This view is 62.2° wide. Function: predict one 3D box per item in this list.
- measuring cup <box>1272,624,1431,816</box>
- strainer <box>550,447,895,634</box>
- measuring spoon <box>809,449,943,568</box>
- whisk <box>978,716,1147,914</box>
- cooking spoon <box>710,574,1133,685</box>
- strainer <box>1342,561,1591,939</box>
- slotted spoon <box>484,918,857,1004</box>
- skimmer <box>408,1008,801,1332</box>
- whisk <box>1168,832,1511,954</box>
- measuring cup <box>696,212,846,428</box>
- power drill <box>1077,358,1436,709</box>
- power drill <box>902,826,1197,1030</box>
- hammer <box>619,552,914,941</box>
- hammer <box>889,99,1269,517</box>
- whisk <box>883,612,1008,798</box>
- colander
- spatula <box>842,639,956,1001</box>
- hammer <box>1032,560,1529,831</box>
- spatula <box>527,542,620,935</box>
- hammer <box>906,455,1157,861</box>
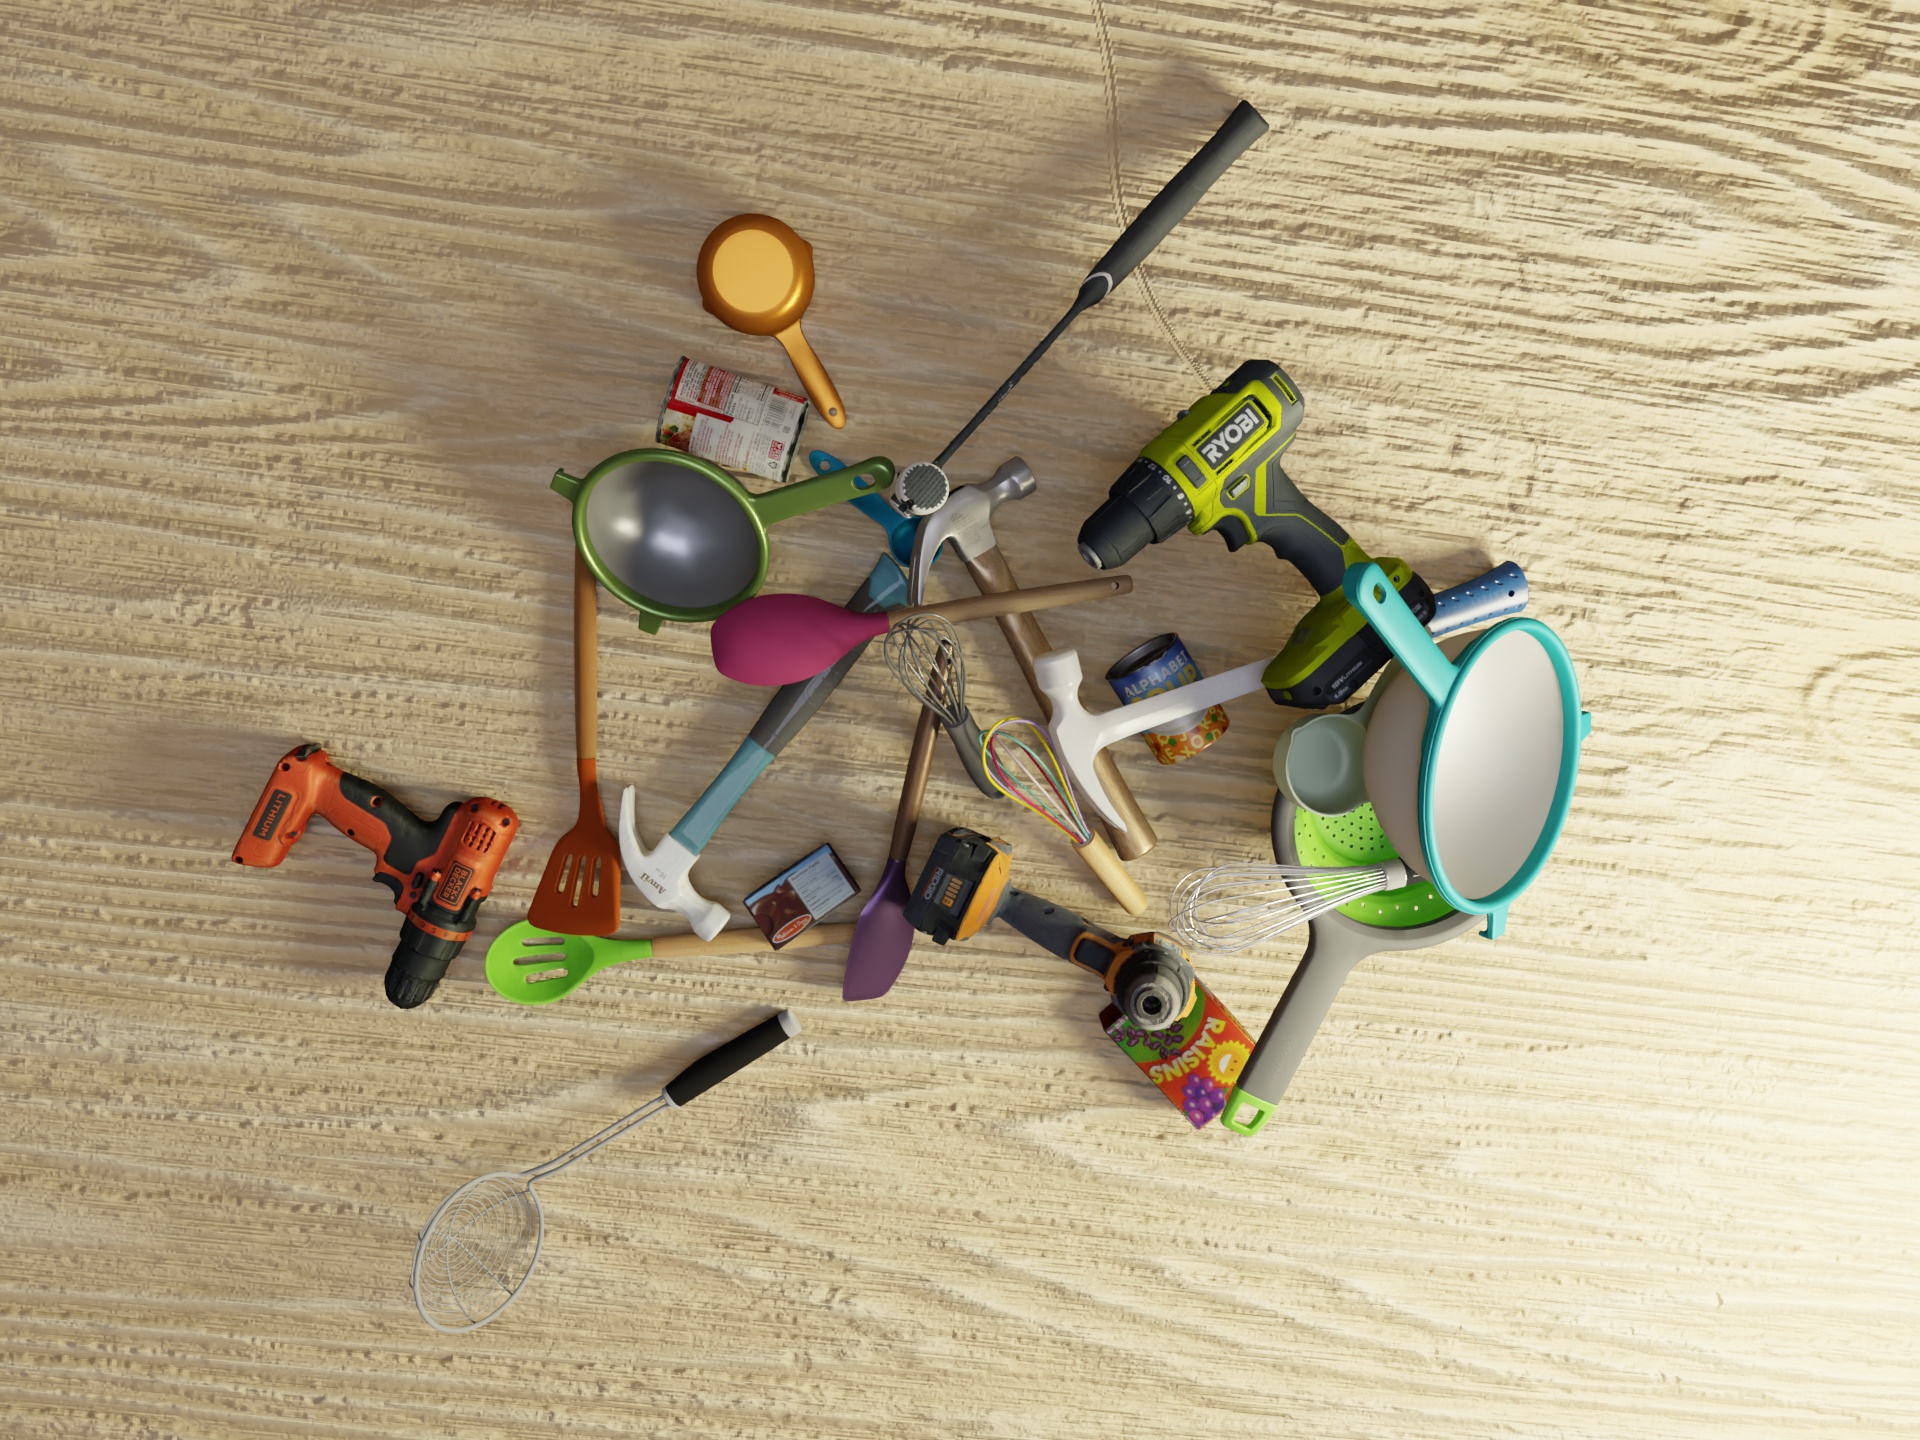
[{"bbox_3d":[0.295,-0.004,1.186,0.083,0.038,0.167,38,82,-13],"label":"measuring cup"},{"bbox_3d":[-0.162,-0.163,1.178,0.256,0.069,0.151,-14,125,20],"label":"strainer"},{"bbox_3d":[-0.068,-0.165,1.242,0.128,0.021,0.042,41,81,0],"label":"measuring spoon"},{"bbox_3d":[0.082,0.081,1.236,0.051,0.047,0.244,-9,137,34],"label":"whisk"},{"bbox_3d":[-0.029,-0.078,1.189,0.319,0.017,0.069,-9,92,-1],"label":"cooking spoon"},{"bbox_3d":[0.316,-0.007,1.102,0.340,0.095,0.211,42,70,-38],"label":"strainer"},{"bbox_3d":[-0.223,0.185,1.290,0.313,0.031,0.070,-4,90,-4],"label":"slotted spoon"},{"bbox_3d":[-0.279,0.359,1.287,0.363,0.090,0.127,-32,133,0],"label":"skimmer"},{"bbox_3d":[0.293,0.122,1.195,0.284,0.070,0.070,-12,101,-6],"label":"whisk"},{"bbox_3d":[-0.133,-0.297,1.192,0.095,0.052,0.173,-29,99,2],"label":"measuring cup"},{"bbox_3d":[0.213,-0.119,1.148,0.190,0.080,0.228,-42,98,-7],"label":"power drill"},{"bbox_3d":[0.074,0.165,1.207,0.226,0.185,0.084,26,93,6],"label":"power drill"},{"bbox_3d":[-0.147,0.010,1.254,0.128,0.033,0.331,39,94,-2],"label":"hammer"},{"bbox_3d":[0.087,-0.305,1.182,0.036,0.149,0.409,42,86,-10],"label":"hammer"},{"bbox_3d":[-0.001,-0.005,1.195,0.055,0.055,0.238,-26,143,2],"label":"whisk"},{"bbox_3d":[0.304,0.145,1.274,0.204,0.094,0.397,25,97,-7],"label":"colander"},{"bbox_3d":[-0.042,0.085,1.256,0.059,0.018,0.315,-1,114,-34],"label":"spatula"},{"bbox_3d":[0.258,-0.039,1.221,0.405,0.035,0.144,-18,102,-14],"label":"hammer"},{"bbox_3d":[-0.297,0.007,1.245,0.081,0.041,0.322,4,99,16],"label":"spatula"},{"bbox_3d":[0.066,-0.032,1.252,0.130,0.031,0.331,-31,104,-11],"label":"hammer"}]
